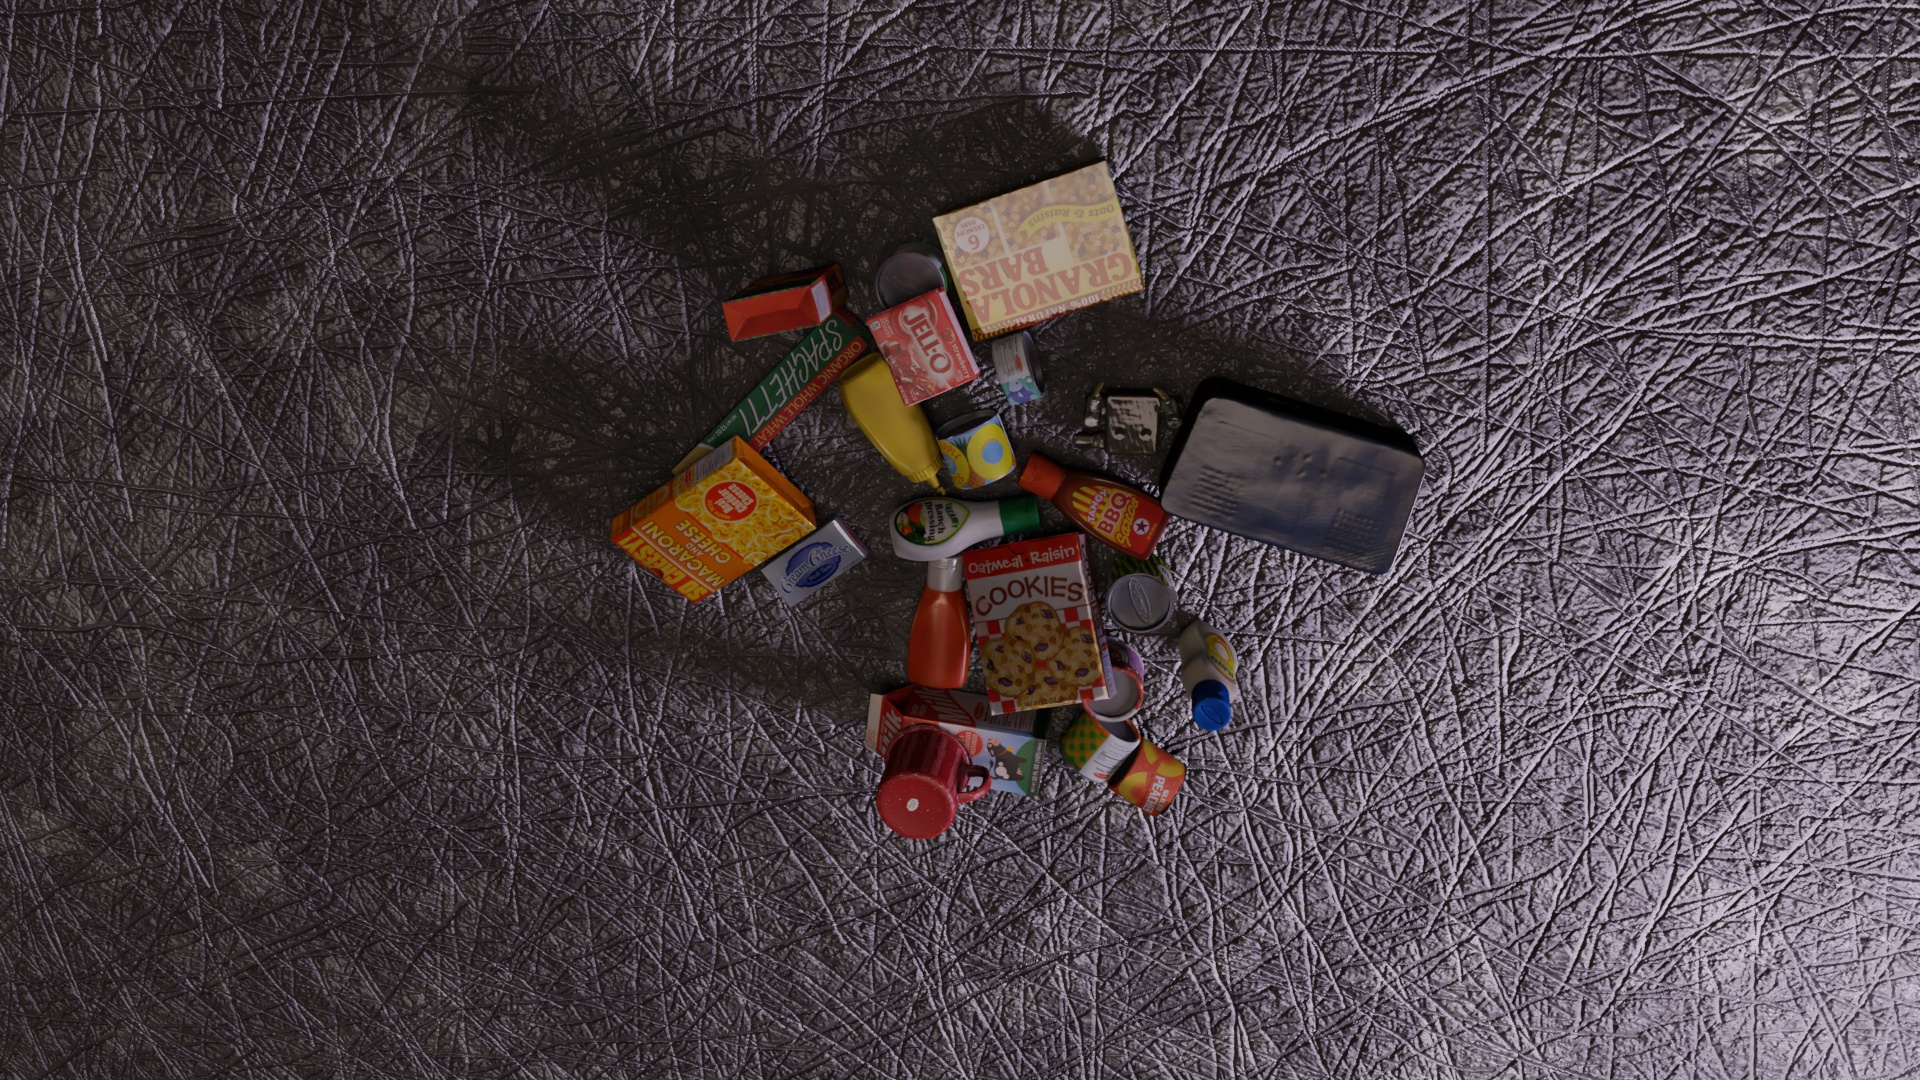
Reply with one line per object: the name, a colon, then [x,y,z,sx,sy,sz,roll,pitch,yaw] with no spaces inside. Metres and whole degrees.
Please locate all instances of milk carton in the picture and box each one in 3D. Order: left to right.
milk carton: [-0.005,0.206,1.465,0.191,0.074,0.072,9,114,4]

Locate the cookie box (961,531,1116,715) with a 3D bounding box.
cookie box: [0.078,0.082,1.385,0.123,0.040,0.167,-11,89,18]

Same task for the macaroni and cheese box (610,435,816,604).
macaroni and cheese box: [-0.249,-0.018,1.402,0.166,0.040,0.123,-31,129,18]

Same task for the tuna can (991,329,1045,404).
tuna can: [0.056,-0.163,1.312,0.033,0.071,0.071,-15,109,15]

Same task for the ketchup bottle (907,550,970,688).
ketchup bottle: [-0.019,0.079,1.432,0.065,0.044,0.148,7,113,4]

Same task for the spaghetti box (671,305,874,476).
spaghetti box: [-0.188,-0.134,1.376,0.249,0.029,0.050,-41,103,21]

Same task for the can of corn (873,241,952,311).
can of corn: [-0.044,-0.239,1.297,0.071,0.058,0.071,3,113,7]

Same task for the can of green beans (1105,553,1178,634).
can of green beans: [0.179,0.051,1.385,0.071,0.058,0.071,3,112,7]

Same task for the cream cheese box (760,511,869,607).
cream cheese box: [-0.151,0.020,1.437,0.103,0.024,0.053,-34,103,19]

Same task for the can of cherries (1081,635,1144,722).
can of cherries: [0.154,0.142,1.425,0.071,0.058,0.071,3,113,7]

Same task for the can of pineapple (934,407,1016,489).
can of pineapple: [0.014,-0.088,1.345,0.071,0.071,0.057,-17,109,14]

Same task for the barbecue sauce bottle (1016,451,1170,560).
barbecue sauce bottle: [0.128,-0.039,1.362,0.148,0.044,0.064,26,96,-3]

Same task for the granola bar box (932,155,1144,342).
granola bar box: [0.073,-0.267,1.280,0.165,0.039,0.124,-16,109,13]

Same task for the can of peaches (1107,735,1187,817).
can of peaches: [0.195,0.248,1.456,0.058,0.071,0.071,34,113,-5]

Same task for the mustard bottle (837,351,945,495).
mustard bottle: [-0.058,-0.106,1.353,0.065,0.049,0.159,-31,117,2]

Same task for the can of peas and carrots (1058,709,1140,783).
can of peas and carrots: [0.144,0.208,1.451,0.071,0.071,0.058,33,112,-6]

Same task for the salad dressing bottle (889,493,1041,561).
salad dressing bottle: [0.005,-0.017,1.384,0.148,0.064,0.043,-9,151,3]

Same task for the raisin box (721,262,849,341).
raisin box: [-0.159,-0.221,1.285,0.086,0.124,0.040,-10,109,12]

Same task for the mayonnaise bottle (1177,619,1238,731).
mayonnaise bottle: [0.244,0.134,1.360,0.064,0.149,0.041,41,112,-10]
